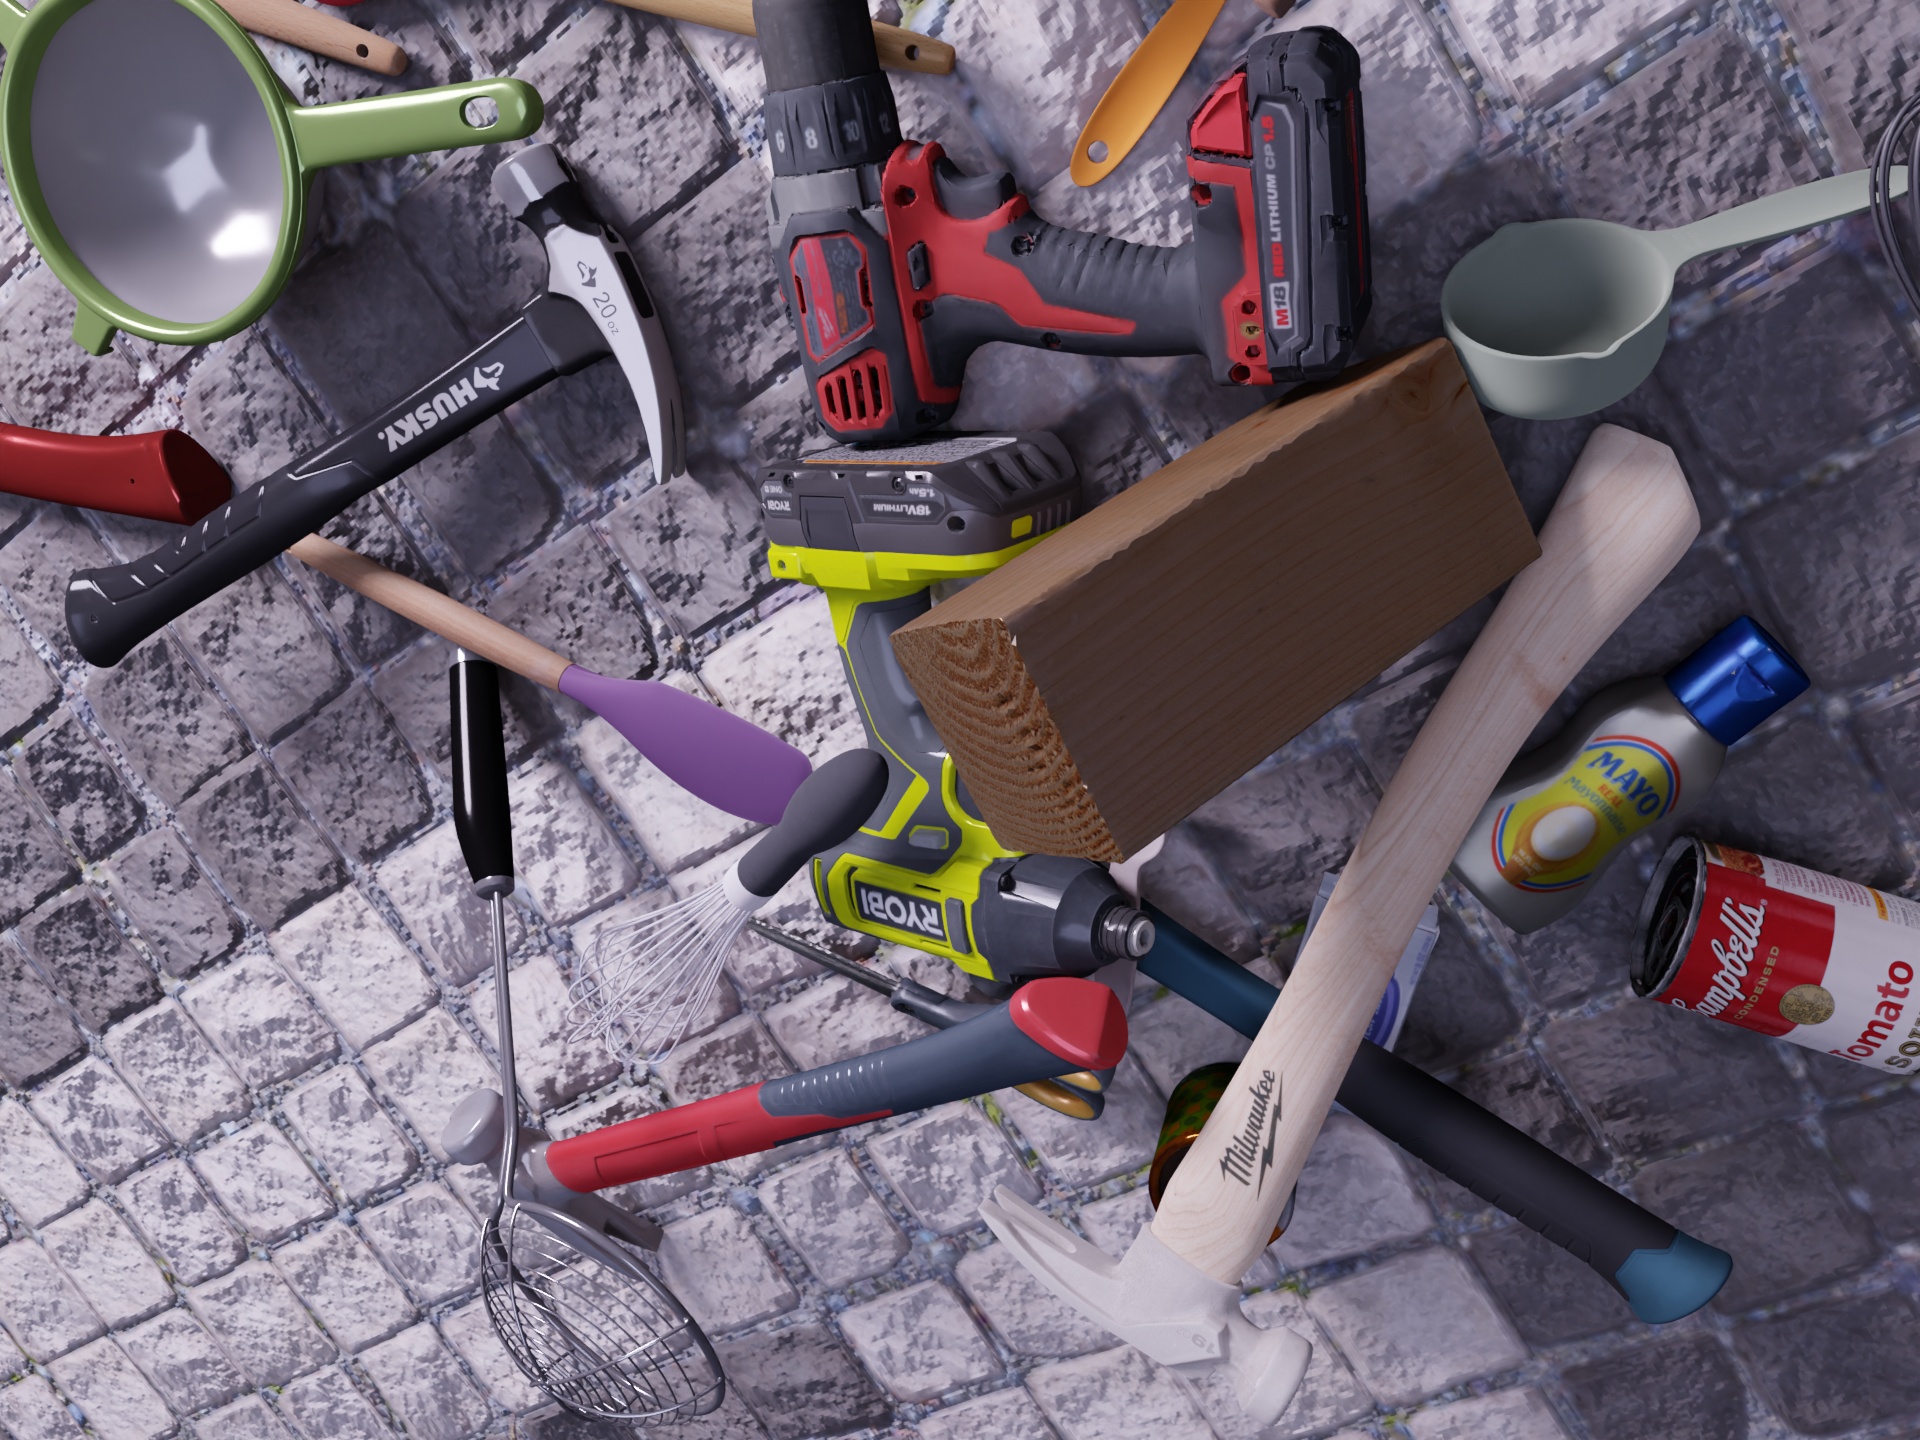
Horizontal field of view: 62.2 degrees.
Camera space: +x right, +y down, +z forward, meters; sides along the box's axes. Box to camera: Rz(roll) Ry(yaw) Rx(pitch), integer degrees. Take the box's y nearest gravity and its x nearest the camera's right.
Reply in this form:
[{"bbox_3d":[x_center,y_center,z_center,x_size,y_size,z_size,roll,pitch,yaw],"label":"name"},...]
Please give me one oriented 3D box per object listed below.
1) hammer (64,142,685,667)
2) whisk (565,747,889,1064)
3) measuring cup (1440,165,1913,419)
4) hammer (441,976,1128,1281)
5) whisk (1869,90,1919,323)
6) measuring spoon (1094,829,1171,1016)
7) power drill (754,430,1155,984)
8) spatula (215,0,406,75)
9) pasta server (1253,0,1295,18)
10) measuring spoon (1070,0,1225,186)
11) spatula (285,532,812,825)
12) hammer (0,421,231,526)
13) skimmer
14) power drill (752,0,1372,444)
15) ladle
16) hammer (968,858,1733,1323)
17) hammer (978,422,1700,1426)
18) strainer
[{"bbox_3d":[-0.278,-0.109,0.725,0.335,0.035,0.146,-27,101,16],"label":"hammer"},{"bbox_3d":[-0.108,0.088,0.723,0.070,0.070,0.284,44,133,-3],"label":"whisk"},{"bbox_3d":[0.254,-0.154,0.563,0.167,0.083,0.038,-18,138,4],"label":"measuring cup"},{"bbox_3d":[-0.078,0.193,0.744,0.386,0.038,0.143,-23,123,35],"label":"hammer"},{"bbox_3d":[0.355,-0.107,0.543,0.055,0.055,0.238,-15,114,22],"label":"whisk"},{"bbox_3d":[0.073,0.079,0.681,0.034,0.018,0.124,26,125,36],"label":"measuring spoon"},{"bbox_3d":[-0.001,-0.002,0.660,0.171,0.080,0.223,9,116,41],"label":"power drill"},{"bbox_3d":[-0.388,-0.334,0.690,0.317,0.044,0.082,21,115,7],"label":"spatula"},{"bbox_3d":[0.192,-0.355,0.478,0.060,0.040,0.316,30,107,-23],"label":"pasta server"},{"bbox_3d":[0.078,-0.252,0.600,0.021,0.011,0.117,37,120,-4],"label":"measuring spoon"},{"bbox_3d":[-0.201,-0.028,0.737,0.316,0.018,0.059,25,132,18],"label":"spatula"},{"bbox_3d":[-0.539,-0.135,0.818,0.359,0.037,0.149,12,114,13],"label":"hammer"},{"bbox_3d":[-0.181,0.135,0.731,0.127,0.090,0.364,-36,59,48],"label":"skimmer"},{"bbox_3d":[0.030,-0.203,0.591,0.227,0.080,0.187,0,116,21],"label":"power drill"},{"bbox_3d":[-0.152,-0.301,0.642,0.315,0.031,0.069,17,115,8],"label":"ladle"},{"bbox_3d":[0.161,0.147,0.680,0.331,0.033,0.128,32,118,17],"label":"hammer"},{"bbox_3d":[0.155,0.072,0.630,0.146,0.038,0.410,29,101,15],"label":"hammer"},{"bbox_3d":[-0.282,-0.245,0.678,0.256,0.069,0.151,-2,109,16],"label":"strainer"}]
